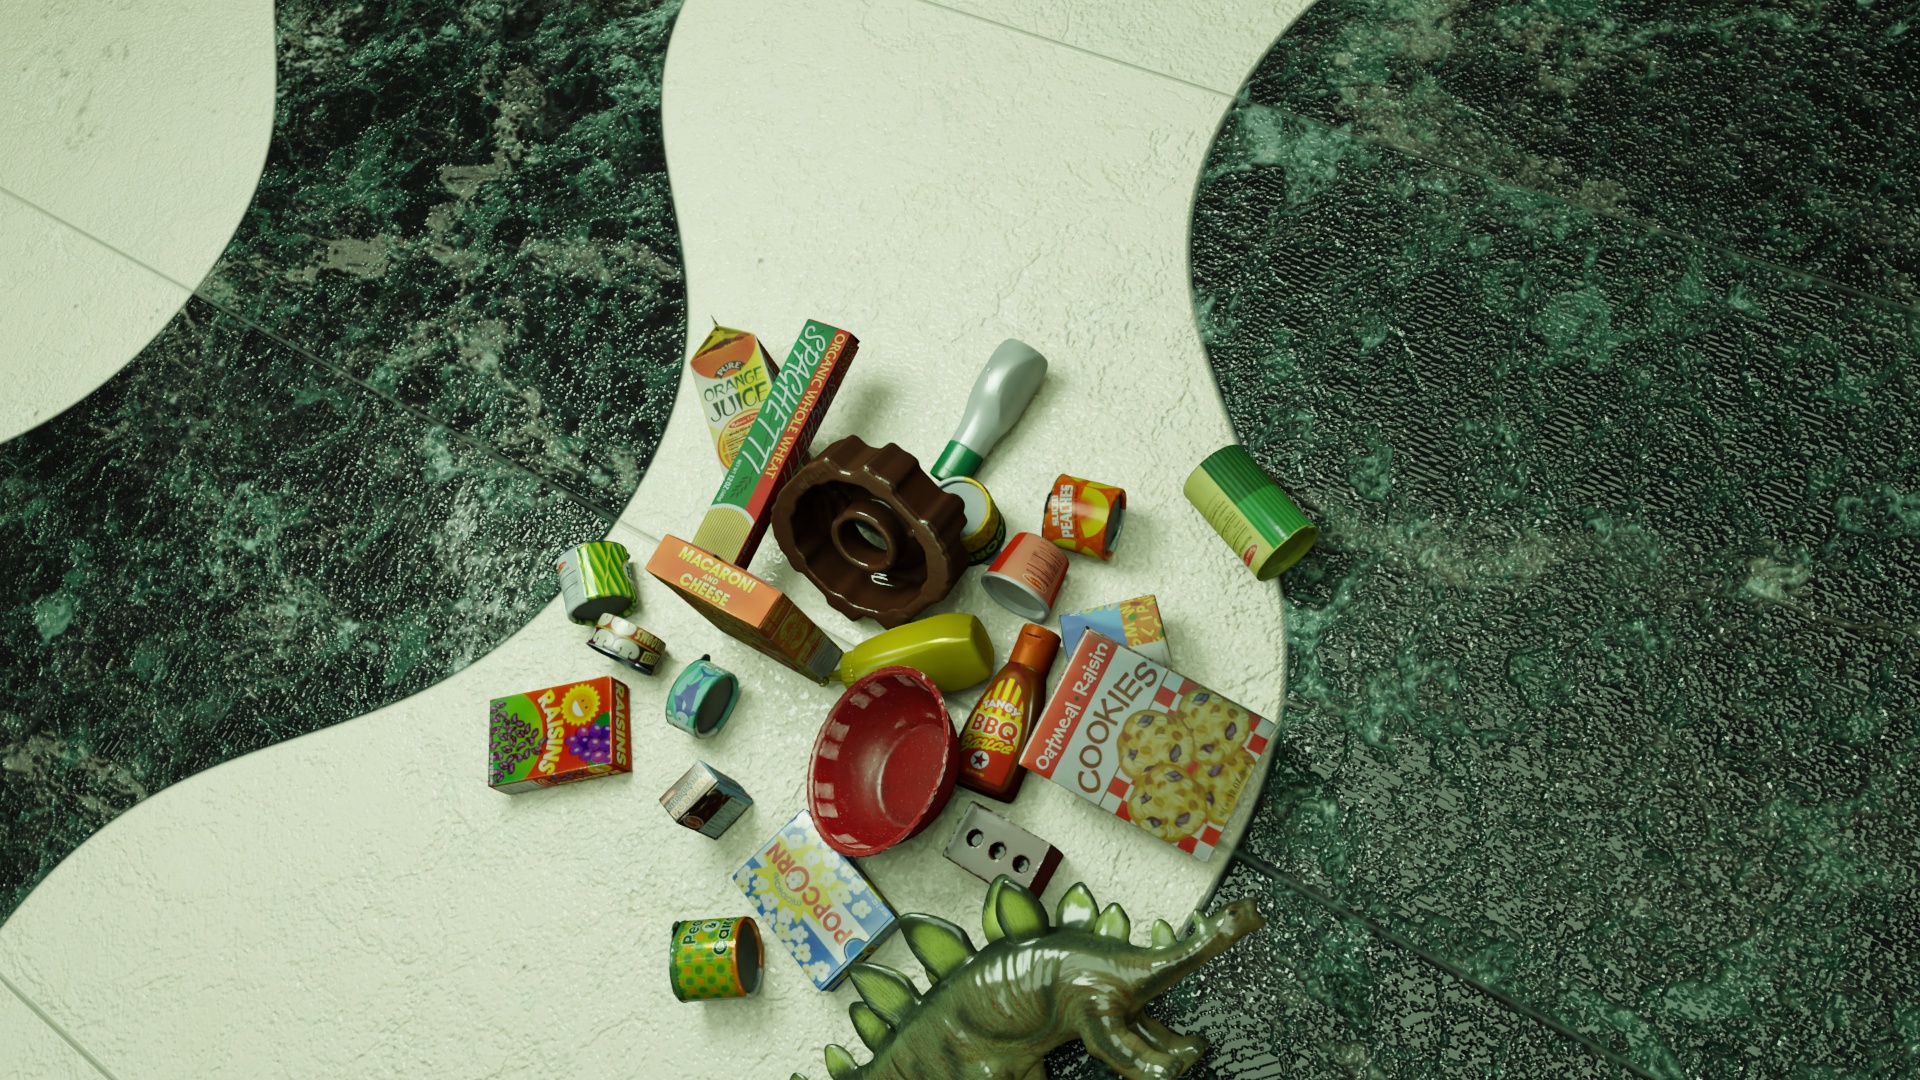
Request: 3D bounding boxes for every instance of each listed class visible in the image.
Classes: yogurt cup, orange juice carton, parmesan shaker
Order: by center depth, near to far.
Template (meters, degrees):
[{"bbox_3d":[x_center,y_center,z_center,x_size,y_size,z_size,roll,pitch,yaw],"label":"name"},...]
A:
[{"bbox_3d":[0.248,-0.026,1.184,0.071,0.071,0.103,-36,64,-2],"label":"parmesan shaker"},{"bbox_3d":[0.059,0.029,1.214,0.072,0.072,0.054,24,68,22],"label":"yogurt cup"},{"bbox_3d":[-0.204,-0.127,1.339,0.073,0.071,0.193,-23,65,4],"label":"orange juice carton"}]

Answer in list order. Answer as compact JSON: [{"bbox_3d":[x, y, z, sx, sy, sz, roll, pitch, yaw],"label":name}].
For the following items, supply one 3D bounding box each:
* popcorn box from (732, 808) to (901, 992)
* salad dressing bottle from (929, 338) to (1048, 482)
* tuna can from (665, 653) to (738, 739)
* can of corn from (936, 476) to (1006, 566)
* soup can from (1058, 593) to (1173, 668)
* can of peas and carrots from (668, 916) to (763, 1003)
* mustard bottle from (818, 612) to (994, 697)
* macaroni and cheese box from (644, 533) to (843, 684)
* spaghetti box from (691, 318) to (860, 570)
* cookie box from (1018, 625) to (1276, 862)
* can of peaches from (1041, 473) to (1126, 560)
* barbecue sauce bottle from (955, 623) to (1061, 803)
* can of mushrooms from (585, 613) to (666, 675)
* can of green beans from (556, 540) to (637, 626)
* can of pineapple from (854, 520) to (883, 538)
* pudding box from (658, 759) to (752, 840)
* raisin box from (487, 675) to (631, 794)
[{"bbox_3d":[-0.119,0.299,1.159,0.085,0.038,0.127,-43,64,-7],"label":"popcorn box"},{"bbox_3d":[0.025,-0.115,1.285,0.044,0.064,0.147,29,85,31],"label":"salad dressing bottle"},{"bbox_3d":[-0.228,0.139,1.237,0.033,0.071,0.071,23,75,20],"label":"tuna can"},{"bbox_3d":[0.004,-0.016,1.248,0.071,0.058,0.071,-5,67,12],"label":"can of corn"},{"bbox_3d":[0.130,0.083,1.172,0.084,0.071,0.071,-14,66,8],"label":"soup can"},{"bbox_3d":[-0.201,0.343,1.144,0.059,0.070,0.071,-7,67,11],"label":"can of peas and carrots"},{"bbox_3d":[-0.053,0.106,1.209,0.160,0.065,0.049,-12,33,19],"label":"mustard bottle"},{"bbox_3d":[-0.184,0.061,1.203,0.124,0.166,0.040,25,76,22],"label":"macaroni and cheese box"},{"bbox_3d":[-0.167,-0.087,1.256,0.050,0.028,0.250,20,75,20],"label":"spaghetti box"},{"bbox_3d":[0.148,0.161,1.113,0.167,0.040,0.123,27,90,6],"label":"cookie box"},{"bbox_3d":[0.109,-0.021,1.217,0.058,0.071,0.071,15,73,18],"label":"can of peaches"},{"bbox_3d":[0.043,0.144,1.180,0.065,0.043,0.149,15,72,27],"label":"barbecue sauce bottle"},{"bbox_3d":[-0.304,0.096,1.274,0.071,0.071,0.033,20,73,21],"label":"can of mushrooms"},{"bbox_3d":[-0.342,0.041,1.307,0.071,0.071,0.058,-21,66,5],"label":"can of green beans"},{"bbox_3d":[-0.076,-0.042,1.273,0.071,0.071,0.058,26,77,22],"label":"can of pineapple"},{"bbox_3d":[-0.216,0.223,1.190,0.050,0.083,0.030,-45,65,-6],"label":"pudding box"},{"bbox_3d":[-0.366,0.179,1.271,0.123,0.040,0.086,-12,65,10],"label":"raisin box"}]
